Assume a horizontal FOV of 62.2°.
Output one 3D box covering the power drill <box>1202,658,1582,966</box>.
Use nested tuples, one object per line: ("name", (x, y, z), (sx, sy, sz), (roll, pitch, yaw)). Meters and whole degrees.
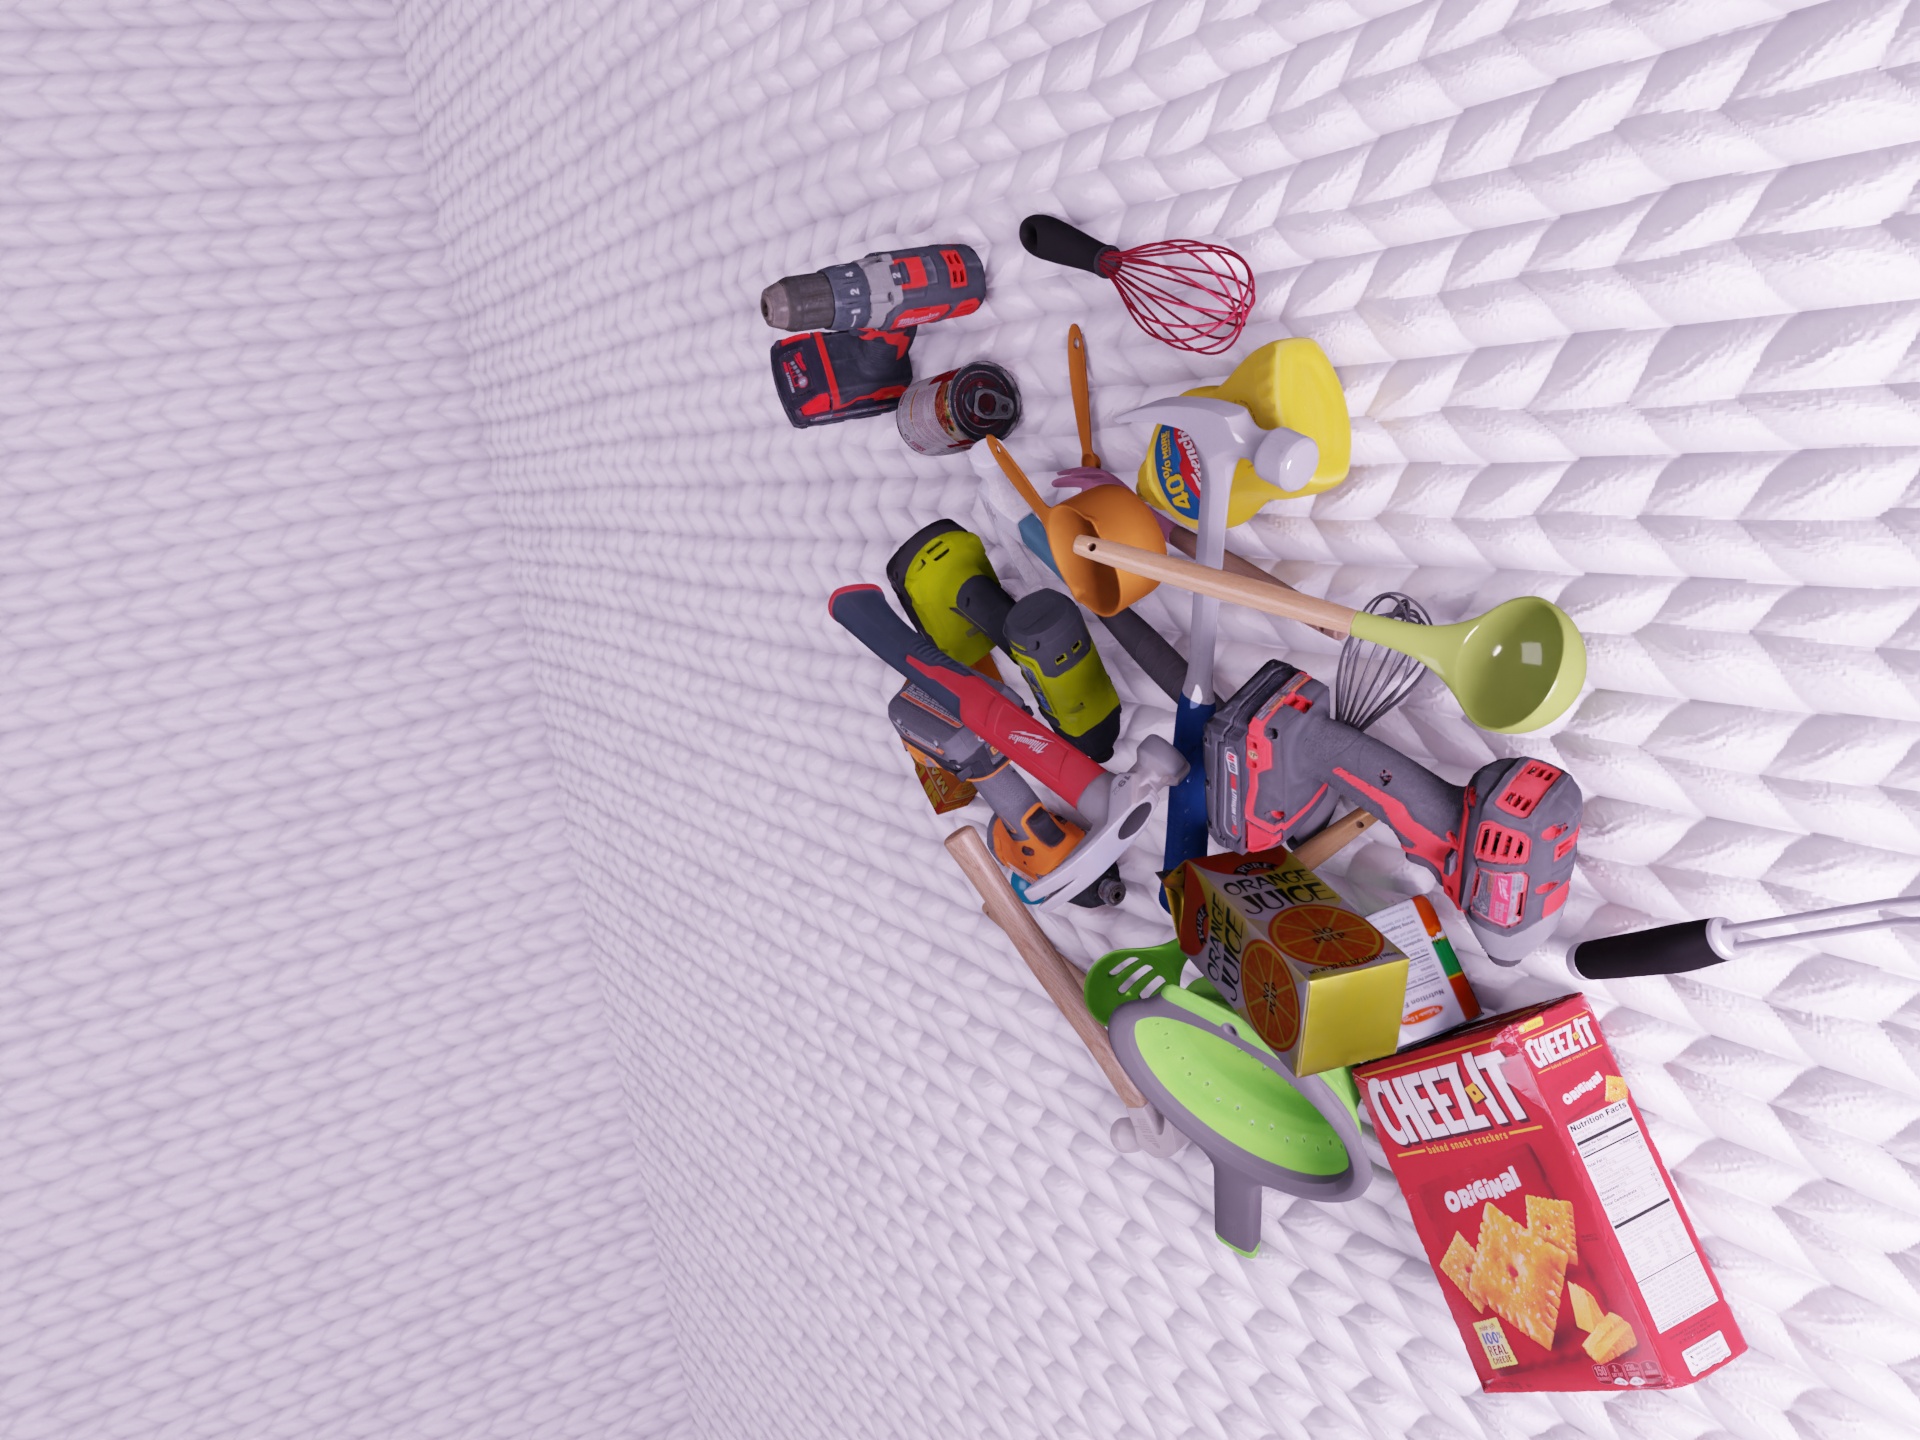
("power drill", (0.258, 0.060, 0.954), (0.220, 0.078, 0.143), (25, 142, 35))

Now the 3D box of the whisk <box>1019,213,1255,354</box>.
("whisk", (0.112, -0.315, 1.108), (0.296, 0.073, 0.073), (-134, 39, -53))

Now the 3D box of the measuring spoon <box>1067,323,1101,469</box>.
("measuring spoon", (0.096, -0.246, 1.222), (0.021, 0.011, 0.117), (6, 105, 60))

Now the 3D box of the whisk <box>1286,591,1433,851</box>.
("whisk", (0.251, 0.010, 1.027), (0.055, 0.055, 0.238), (55, 151, 33))

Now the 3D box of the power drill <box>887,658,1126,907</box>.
("power drill", (0.049, 0.064, 1.315), (0.164, 0.084, 0.226), (29, 158, 54))

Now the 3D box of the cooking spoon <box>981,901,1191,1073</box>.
("cooking spoon", (0.108, 0.234, 1.430), (0.319, 0.017, 0.068), (33, 137, 52))

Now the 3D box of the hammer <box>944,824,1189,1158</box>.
("hammer", (0.090, 0.231, 1.348), (0.331, 0.031, 0.130), (56, 151, -3))

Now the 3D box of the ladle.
("ladle", (0.203, -0.067, 0.932), (0.320, 0.062, 0.078), (20, 91, 27))

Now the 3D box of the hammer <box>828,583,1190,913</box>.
("hammer", (-0.002, -0.004, 1.203), (0.387, 0.143, 0.038), (37, 171, 45))

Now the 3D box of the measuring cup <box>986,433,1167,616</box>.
("measuring cup", (0.084, -0.154, 1.141), (0.174, 0.052, 0.095), (54, 161, 24))

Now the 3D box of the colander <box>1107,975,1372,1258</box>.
("colander", (0.222, 0.286, 1.171), (0.205, 0.094, 0.396), (26, 149, 27))

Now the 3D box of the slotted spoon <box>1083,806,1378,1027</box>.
("slotted spoon", (0.192, 0.142, 1.144), (0.070, 0.031, 0.313), (39, 132, -5))

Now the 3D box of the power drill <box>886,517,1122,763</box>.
("power drill", (0.042, -0.063, 1.310), (0.223, 0.080, 0.171), (40, 165, 46))

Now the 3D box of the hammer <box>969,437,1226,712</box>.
("hammer", (0.118, -0.078, 1.200), (0.331, 0.033, 0.128), (49, 171, 31))

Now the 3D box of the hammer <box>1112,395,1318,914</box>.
("hammer", (0.159, -0.029, 1.082), (0.144, 0.035, 0.405), (35, 139, 39))

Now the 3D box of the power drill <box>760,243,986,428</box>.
("power drill", (-0.098, -0.328, 1.354), (0.226, 0.188, 0.080), (-30, 76, 66))

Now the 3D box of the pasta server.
("pasta server", (0.160, -0.117, 1.111), (0.317, 0.040, 0.060), (43, 155, 52))

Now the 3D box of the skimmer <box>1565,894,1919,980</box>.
("skimmer", (0.425, 0.085, 0.752), (0.127, 0.090, 0.363), (63, 162, 7))

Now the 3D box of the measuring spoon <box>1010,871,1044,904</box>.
("measuring spoon", (0.077, 0.144, 1.437), (0.128, 0.021, 0.042), (-25, 81, 62))
